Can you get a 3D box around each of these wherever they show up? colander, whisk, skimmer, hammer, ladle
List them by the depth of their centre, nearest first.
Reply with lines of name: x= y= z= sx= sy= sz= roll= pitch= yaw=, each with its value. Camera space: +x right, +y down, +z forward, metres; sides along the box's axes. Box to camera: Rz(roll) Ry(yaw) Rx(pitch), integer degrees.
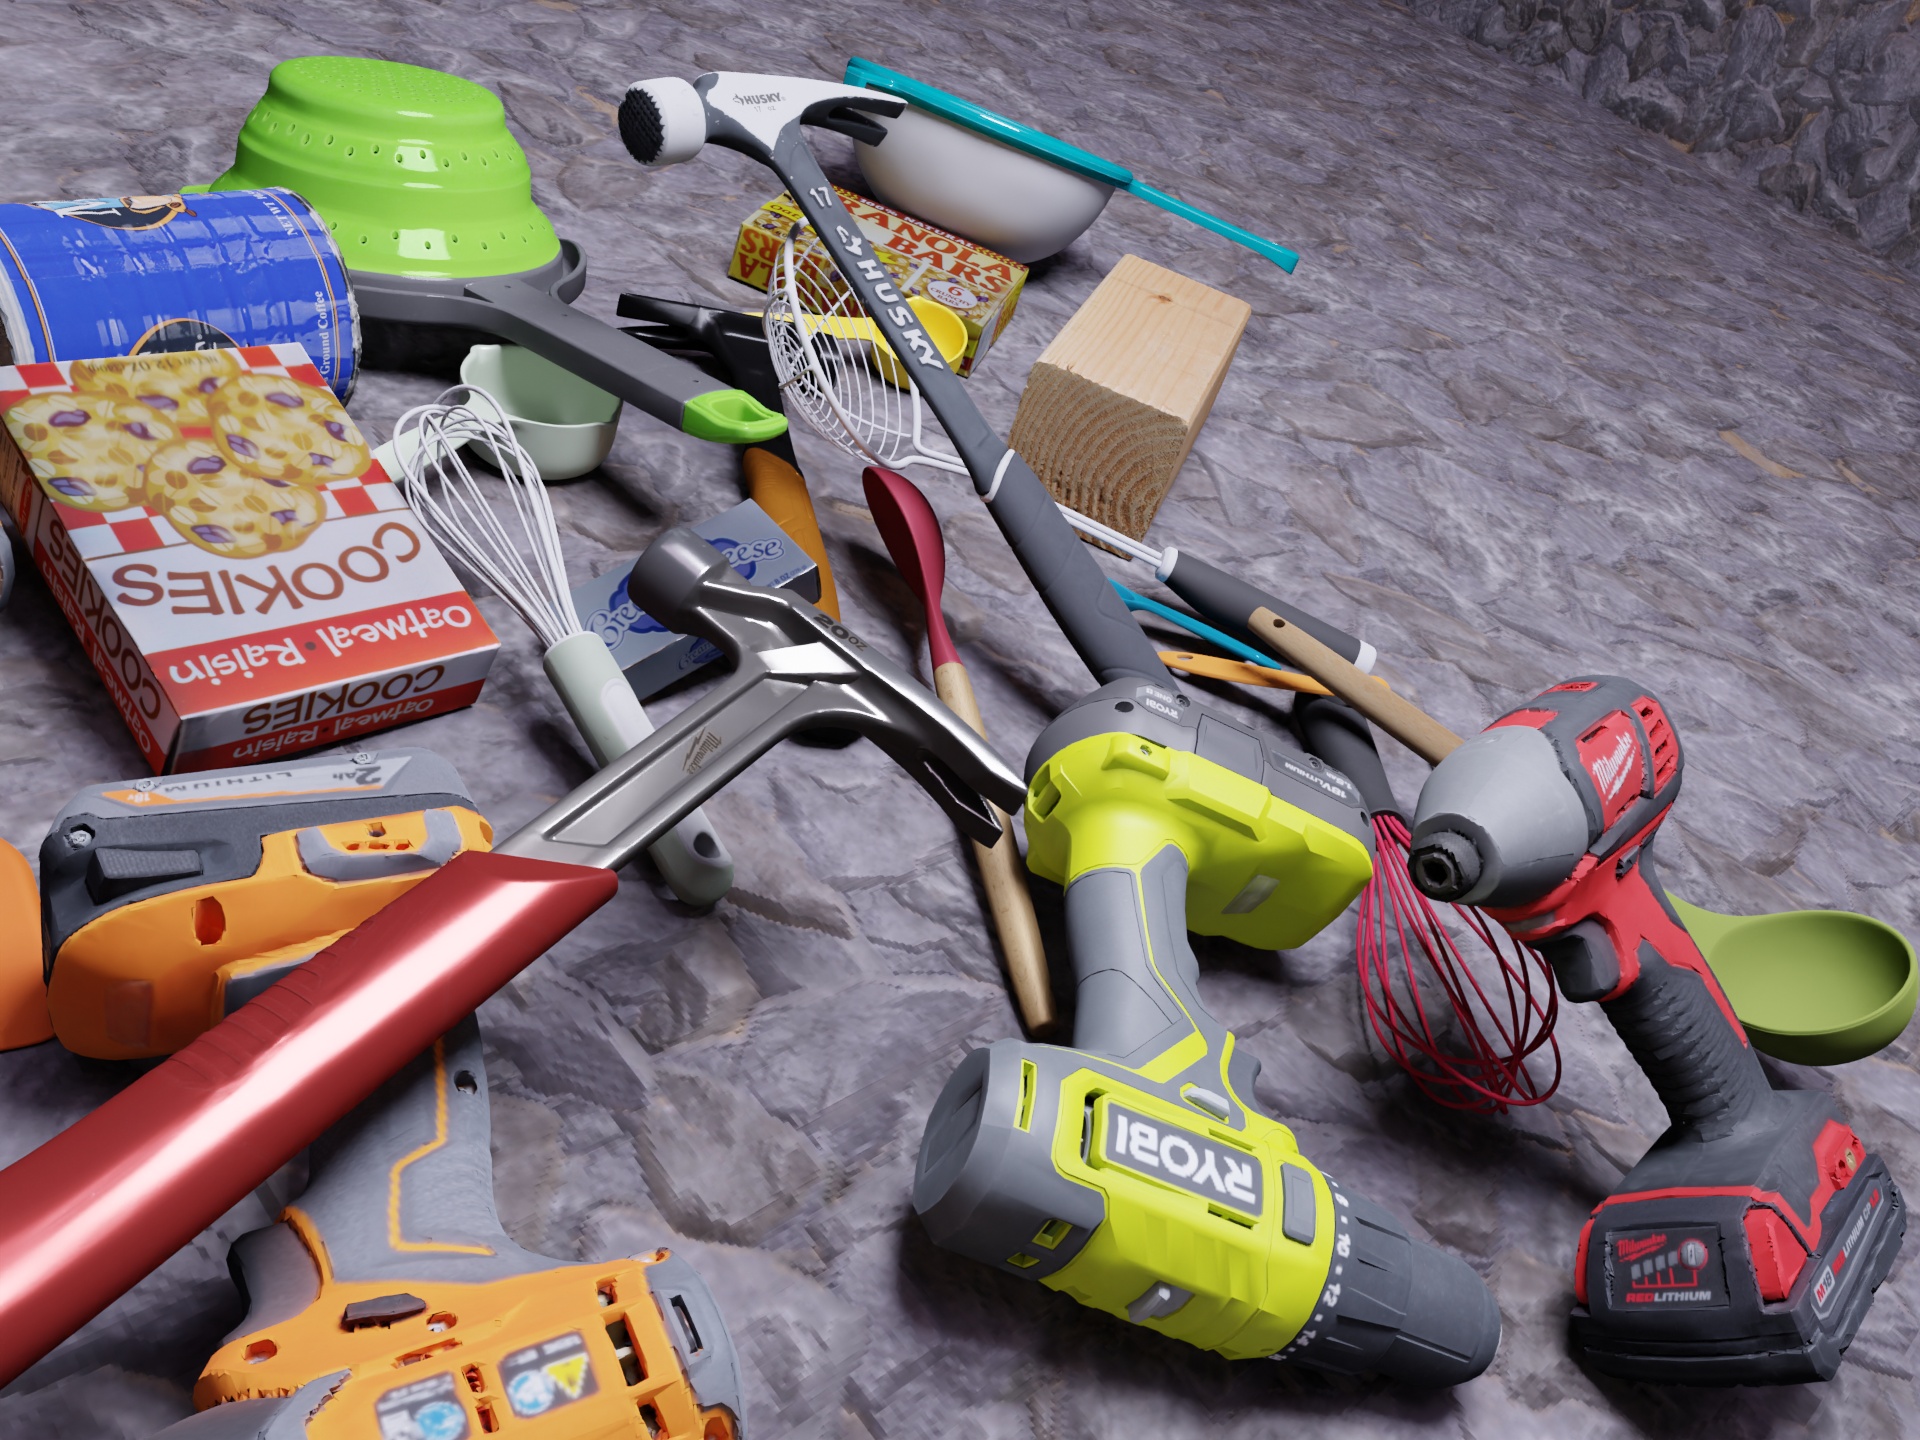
hammer: x=-0.125 y=0.065 z=0.402 sx=0.149 sy=0.036 sz=0.359 roll=38 pitch=42 yaw=9
whisk: x=-0.152 y=-0.033 z=0.609 sx=0.057 sy=0.059 sz=0.246 roll=-4 pitch=54 yaw=-55
ladle: x=-0.001 y=-0.002 z=0.677 sx=0.031 sy=0.069 sz=0.316 roll=-15 pitch=48 yaw=0
whisk: x=0.188 y=0.059 z=0.688 sx=0.073 sy=0.073 sz=0.296 roll=14 pitch=30 yaw=-11
ladle: x=0.256 y=0.035 z=0.696 sx=0.320 sy=0.062 sz=0.078 roll=39 pitch=59 yaw=24
hammer: x=0.009 y=-0.128 z=0.720 sx=0.149 sy=0.036 sz=0.409 roll=-27 pitch=82 yaw=-42
colander: x=-0.230 y=-0.243 z=0.774 sx=0.397 sy=0.094 sz=0.204 roll=30 pitch=33 yaw=28
hammer: x=-0.096 y=-0.110 z=0.776 sx=0.127 sy=0.034 sz=0.337 roll=6 pitch=39 yaw=-22
skimmer: x=0.064 y=-0.127 z=0.799 sx=0.363 sy=0.090 sz=0.127 roll=26 pitch=36 yaw=-6

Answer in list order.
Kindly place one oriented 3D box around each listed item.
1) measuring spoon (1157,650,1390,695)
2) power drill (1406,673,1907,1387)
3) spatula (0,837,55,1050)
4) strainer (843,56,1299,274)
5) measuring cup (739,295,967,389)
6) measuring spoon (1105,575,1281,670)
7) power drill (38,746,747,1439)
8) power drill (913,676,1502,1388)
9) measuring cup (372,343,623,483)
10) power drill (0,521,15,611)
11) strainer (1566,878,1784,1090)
measuring spoon: x=0.154 y=-0.025 z=0.784 sx=0.117 sy=0.011 sz=0.021 roll=11 pitch=27 yaw=16
power drill: x=0.226 y=0.101 z=0.540 sx=0.143 sy=0.078 sz=0.220 roll=-22 pitch=88 yaw=-44
spatula: x=-0.327 y=-0.050 z=0.504 sx=0.081 sy=0.041 sz=0.323 roll=0 pitch=70 yaw=-27
strainer: x=0.066 y=-0.354 z=1.117 sx=0.340 sy=0.095 sz=0.211 roll=22 pitch=20 yaw=-6
measuring cup: x=-0.075 y=-0.223 z=0.944 sx=0.156 sy=0.029 sz=0.062 roll=0 pitch=57 yaw=-7
measuring spoon: x=0.105 y=-0.045 z=0.814 sx=0.128 sy=0.021 sz=0.042 roll=24 pitch=17 yaw=-12
power drill: x=-0.171 y=0.117 z=0.410 sx=0.164 sy=0.084 sz=0.227 roll=-8 pitch=49 yaw=-35
power drill: x=0.091 y=0.106 z=0.549 sx=0.190 sy=0.080 sz=0.229 roll=24 pitch=41 yaw=-12
measuring cup: x=-0.222 y=-0.125 z=0.730 sx=0.083 sy=0.038 sz=0.168 roll=29 pitch=38 yaw=10
power drill: x=-0.464 y=-0.090 z=0.527 sx=0.226 sy=0.084 sz=0.185 roll=-11 pitch=47 yaw=-43
strainer: x=0.301 y=0.092 z=0.717 sx=0.086 sy=0.050 sz=0.259 roll=11 pitch=38 yaw=-39
